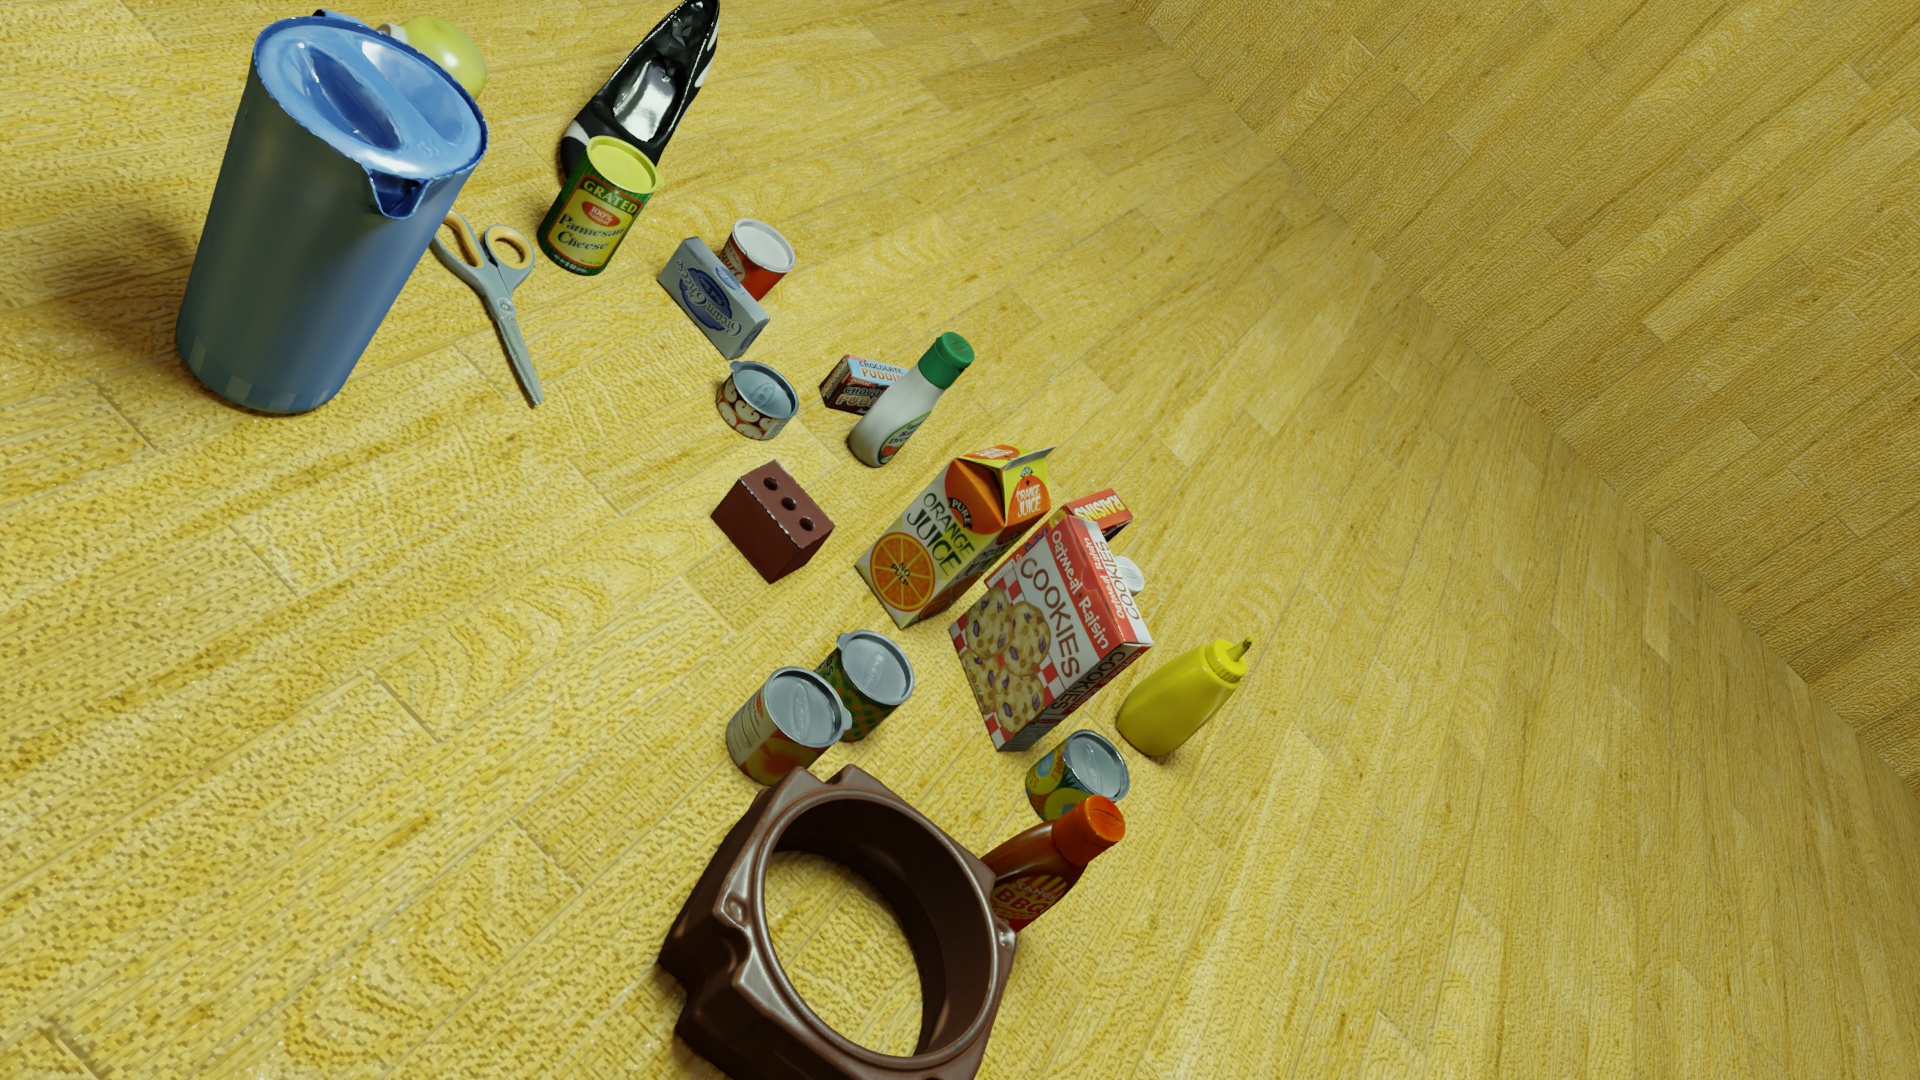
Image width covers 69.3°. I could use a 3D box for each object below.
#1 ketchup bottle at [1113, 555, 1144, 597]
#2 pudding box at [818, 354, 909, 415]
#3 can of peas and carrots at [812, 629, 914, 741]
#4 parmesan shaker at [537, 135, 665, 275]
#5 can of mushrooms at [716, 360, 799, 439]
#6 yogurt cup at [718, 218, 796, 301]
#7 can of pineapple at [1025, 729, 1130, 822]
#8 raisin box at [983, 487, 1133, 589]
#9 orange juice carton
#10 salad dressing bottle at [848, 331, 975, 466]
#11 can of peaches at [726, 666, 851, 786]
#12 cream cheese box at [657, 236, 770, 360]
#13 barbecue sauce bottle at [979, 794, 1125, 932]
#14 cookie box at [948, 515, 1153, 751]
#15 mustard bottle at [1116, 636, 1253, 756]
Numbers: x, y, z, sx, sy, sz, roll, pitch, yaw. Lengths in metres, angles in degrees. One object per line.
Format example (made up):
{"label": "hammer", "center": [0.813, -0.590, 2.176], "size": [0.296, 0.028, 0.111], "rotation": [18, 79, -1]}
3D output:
{"label": "ketchup bottle", "center": [0.097, 0.069, 1.196], "size": [0.065, 0.148, 0.044], "rotation": [15, 44, -36]}
{"label": "pudding box", "center": [-0.085, -0.144, 1.319], "size": [0.084, 0.049, 0.030], "rotation": [10, 47, -40]}
{"label": "can of peas and carrots", "center": [-0.080, 0.109, 1.053], "size": [0.071, 0.058, 0.071], "rotation": [27, 38, -24]}
{"label": "parmesan shaker", "center": [-0.308, -0.284, 1.189], "size": [0.071, 0.102, 0.072], "rotation": [27, 38, -24]}
{"label": "can of mushrooms", "center": [-0.180, -0.124, 1.216], "size": [0.071, 0.033, 0.071], "rotation": [27, 38, -24]}
{"label": "yogurt cup", "center": [-0.199, -0.265, 1.324], "size": [0.072, 0.053, 0.073], "rotation": [27, 38, -24]}
{"label": "can of pineapple", "center": [0.094, 0.197, 1.141], "size": [0.071, 0.057, 0.071], "rotation": [27, 38, -24]}
{"label": "raisin box", "center": [0.090, 0.008, 1.274], "size": [0.086, 0.123, 0.040], "rotation": [-18, 67, -52]}
{"label": "orange juice carton", "center": [0.004, -0.014, 1.149], "size": [0.073, 0.191, 0.072], "rotation": [54, 35, 13]}
{"label": "salad dressing bottle", "center": [-0.044, -0.128, 1.257], "size": [0.044, 0.147, 0.064], "rotation": [51, 35, 9]}
{"label": "can of peaches", "center": [-0.122, 0.133, 0.986], "size": [0.071, 0.057, 0.071], "rotation": [27, 38, -24]}
{"label": "cream cheese box", "center": [-0.223, -0.218, 1.252], "size": [0.104, 0.053, 0.024], "rotation": [48, 34, 6]}
{"label": "barbecue sauce bottle", "center": [0.056, 0.231, 0.987], "size": [0.065, 0.148, 0.044], "rotation": [26, 39, -25]}
{"label": "cookie box", "center": [0.070, 0.078, 1.142], "size": [0.040, 0.166, 0.123], "rotation": [8, 49, -41]}
{"label": "mustard bottle", "center": [0.208, 0.131, 1.235], "size": [0.065, 0.159, 0.049], "rotation": [41, 34, -6]}
